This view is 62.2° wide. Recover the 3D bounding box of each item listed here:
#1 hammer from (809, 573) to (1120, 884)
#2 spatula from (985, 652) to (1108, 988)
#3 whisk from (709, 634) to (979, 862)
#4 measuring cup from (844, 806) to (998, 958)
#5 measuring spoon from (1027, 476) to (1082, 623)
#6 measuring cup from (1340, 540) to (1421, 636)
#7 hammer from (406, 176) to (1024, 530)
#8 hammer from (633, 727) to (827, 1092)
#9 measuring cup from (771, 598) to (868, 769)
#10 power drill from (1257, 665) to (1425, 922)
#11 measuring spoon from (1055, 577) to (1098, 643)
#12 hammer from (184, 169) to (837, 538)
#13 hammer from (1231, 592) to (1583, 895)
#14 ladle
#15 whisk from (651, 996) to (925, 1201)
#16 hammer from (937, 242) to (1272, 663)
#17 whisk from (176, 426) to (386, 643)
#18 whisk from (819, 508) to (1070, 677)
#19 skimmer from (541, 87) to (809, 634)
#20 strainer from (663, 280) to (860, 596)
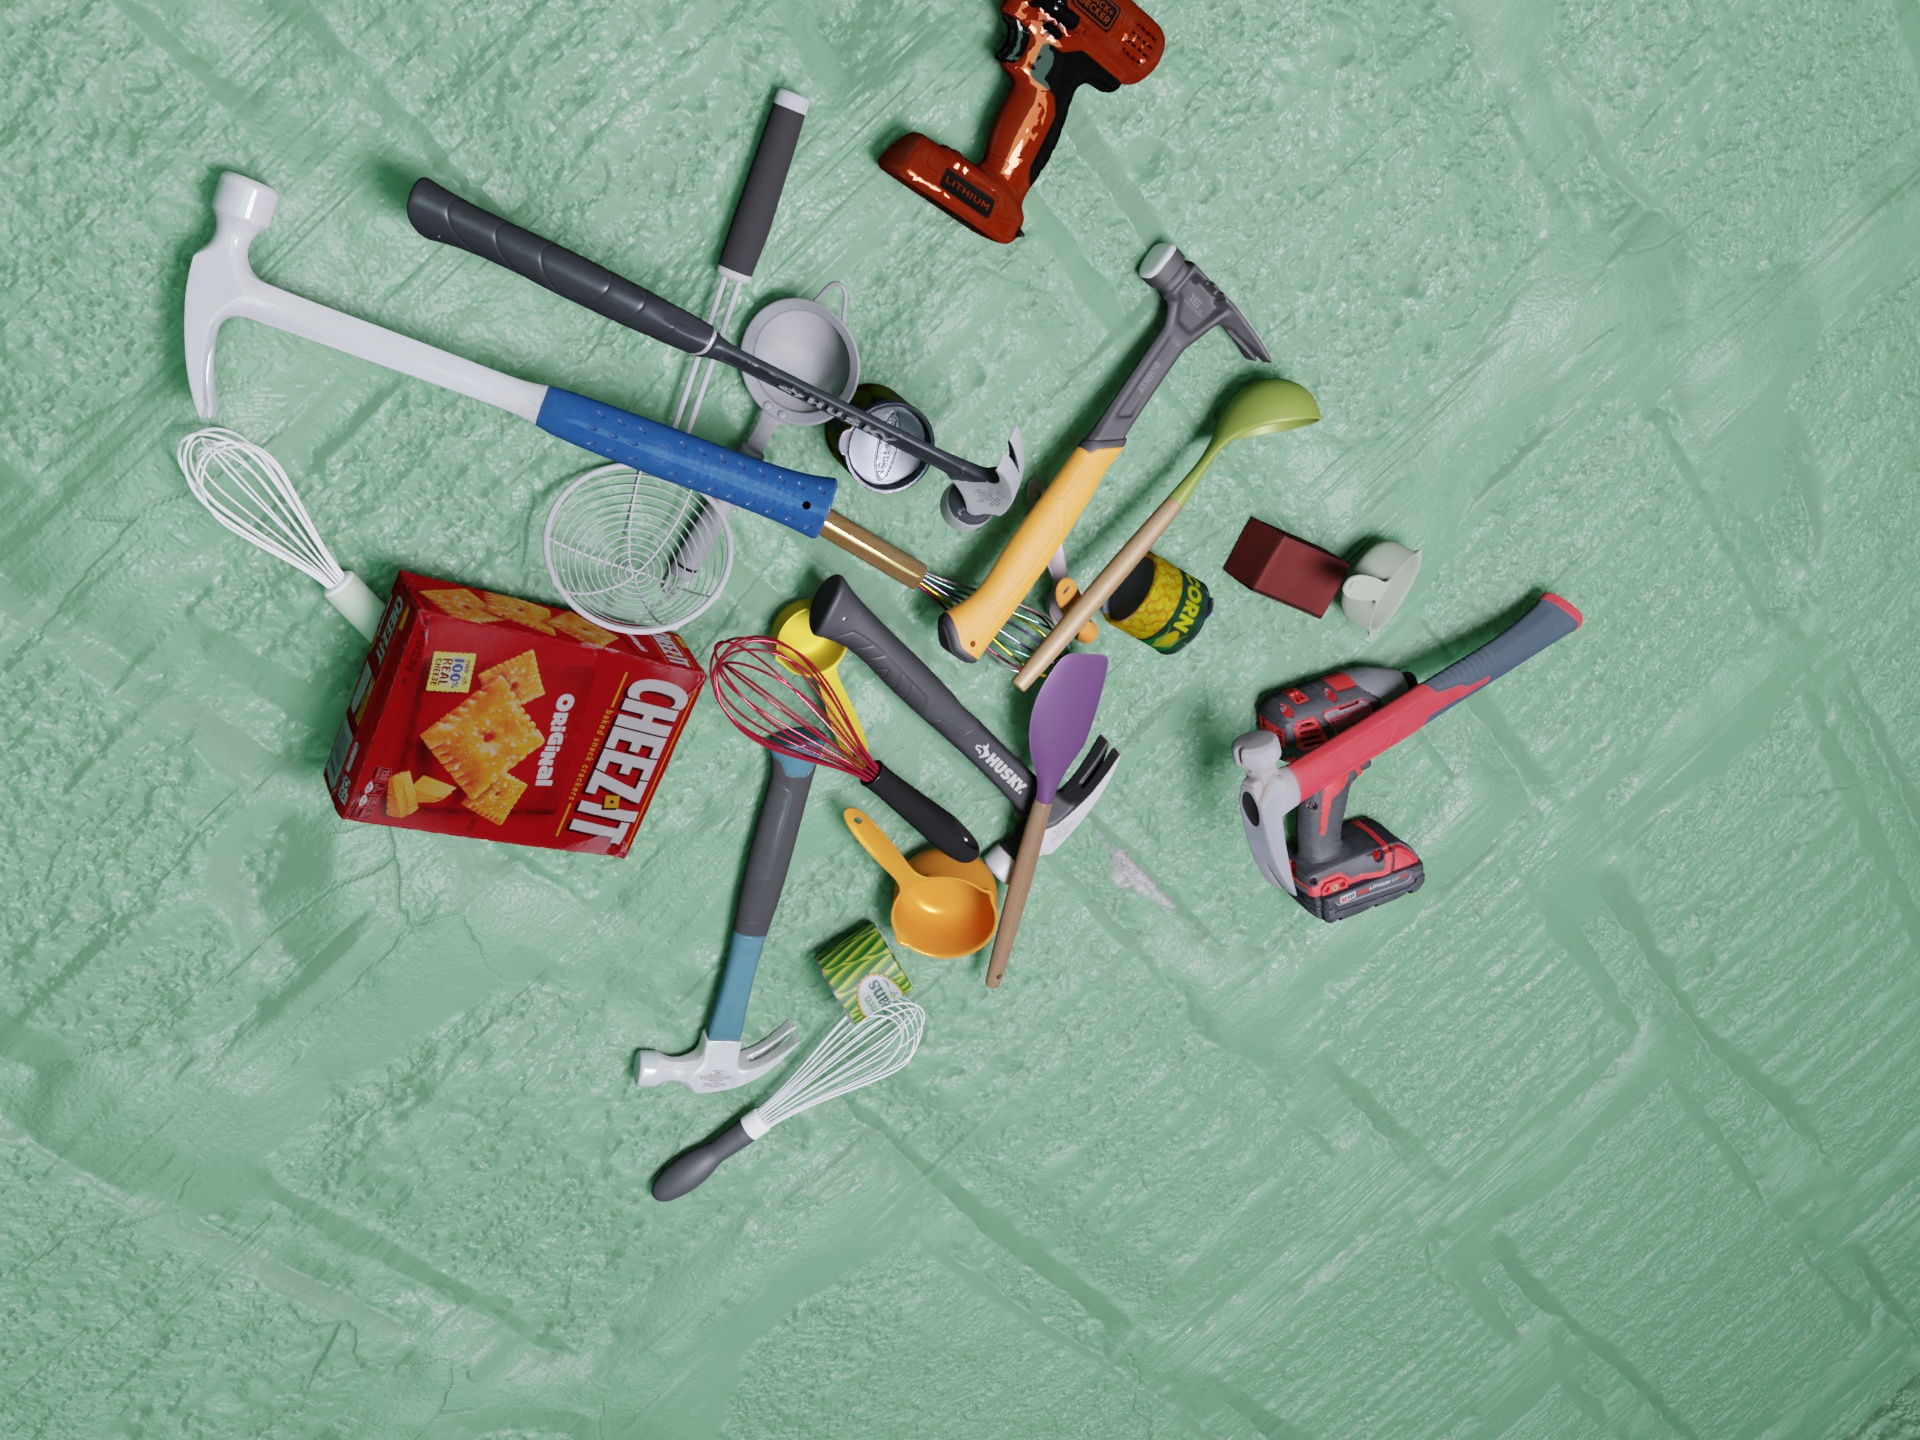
[{"bbox_3d":[-0.002,-0.004,1.247,0.146,0.035,0.334,-43,128,3],"label":"hammer"},{"bbox_3d":[0.060,0.087,1.299,0.059,0.018,0.315,0,118,-28],"label":"spatula"},{"bbox_3d":[-0.080,0.029,1.202,0.073,0.073,0.295,-46,124,5],"label":"whisk"},{"bbox_3d":[-0.037,0.118,1.297,0.095,0.052,0.173,-30,116,20],"label":"measuring cup"},{"bbox_3d":[0.068,-0.132,1.244,0.034,0.018,0.124,-28,116,-25],"label":"measuring spoon"},{"bbox_3d":[0.326,-0.114,1.293,0.167,0.038,0.083,-2,123,-59],"label":"measuring cup"},{"bbox_3d":[-0.144,-0.228,0.988,0.408,0.149,0.036,24,80,-13],"label":"hammer"},{"bbox_3d":[-0.167,0.157,1.280,0.128,0.033,0.331,8,111,-24],"label":"hammer"},{"bbox_3d":[-0.102,-0.027,1.222,0.062,0.029,0.156,-26,127,-10],"label":"measuring cup"},{"bbox_3d":[0.345,0.057,1.411,0.143,0.079,0.219,-19,117,-13],"label":"power drill"},{"bbox_3d":[0.092,-0.084,1.239,0.021,0.011,0.116,-48,157,-4],"label":"measuring spoon"},{"bbox_3d":[-0.276,-0.197,1.001,0.405,0.035,0.144,19,98,-15],"label":"hammer"},{"bbox_3d":[0.391,0.002,1.352,0.386,0.038,0.143,-28,116,-24],"label":"hammer"},{"bbox_3d":[0.156,-0.138,1.215,0.062,0.078,0.320,41,85,-7],"label":"ladle"},{"bbox_3d":[-0.150,0.326,1.360,0.284,0.070,0.070,-36,122,3],"label":"whisk"},{"bbox_3d":[0.097,-0.182,1.188,0.127,0.034,0.337,36,89,-31],"label":"hammer"},{"bbox_3d":[-0.418,-0.096,1.054,0.059,0.058,0.246,-15,130,26],"label":"whisk"},{"bbox_3d":[-0.013,-0.097,1.205,0.244,0.051,0.047,29,69,-25],"label":"whisk"},{"bbox_3d":[-0.172,-0.235,1.050,0.127,0.090,0.363,20,106,-7],"label":"skimmer"},{"bbox_3d":[-0.144,-0.194,1.113,0.087,0.050,0.258,35,108,1],"label":"strainer"}]
